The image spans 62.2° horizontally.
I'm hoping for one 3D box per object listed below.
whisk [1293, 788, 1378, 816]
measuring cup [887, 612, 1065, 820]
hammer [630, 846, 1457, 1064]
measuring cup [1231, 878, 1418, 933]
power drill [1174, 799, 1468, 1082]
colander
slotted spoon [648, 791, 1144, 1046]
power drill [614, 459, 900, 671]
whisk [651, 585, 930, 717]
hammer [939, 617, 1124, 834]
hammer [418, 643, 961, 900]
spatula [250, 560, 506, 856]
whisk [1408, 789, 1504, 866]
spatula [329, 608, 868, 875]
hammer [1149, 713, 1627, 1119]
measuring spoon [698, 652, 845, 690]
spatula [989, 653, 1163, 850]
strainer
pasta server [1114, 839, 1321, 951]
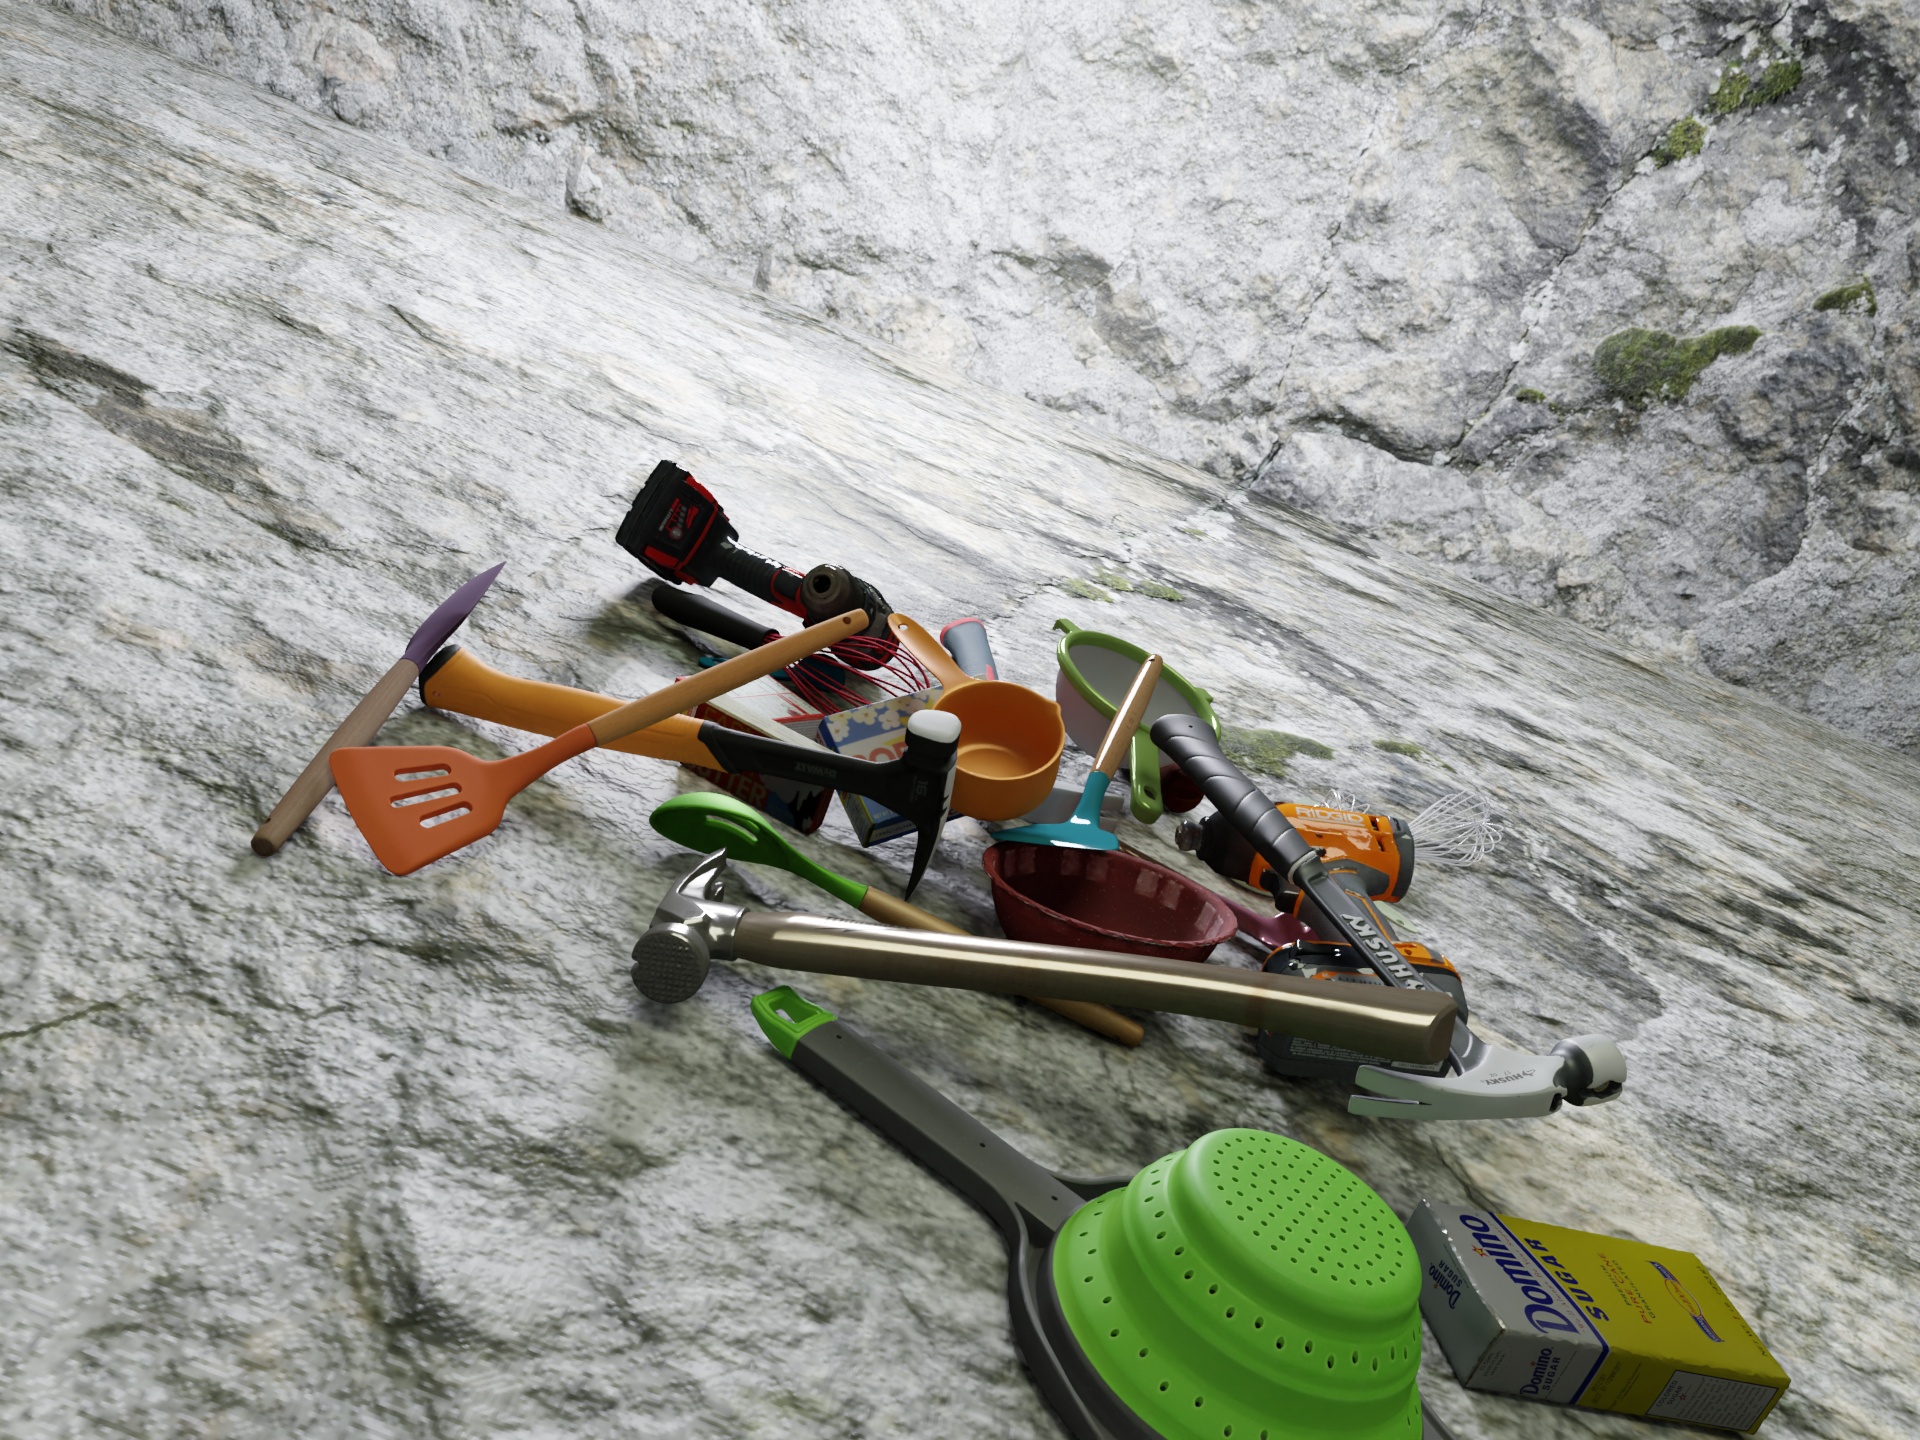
[{"bbox_3d":[0.290,0.080,1.274,0.059,0.058,0.246,-17,-2,4],"label":"whisk"},{"bbox_3d":[-0.002,-0.003,1.040,0.095,0.052,0.174,-21,49,-25],"label":"measuring cup"},{"bbox_3d":[0.047,0.127,0.831,0.410,0.038,0.146,7,14,2],"label":"hammer"},{"bbox_3d":[0.268,0.128,1.217,0.168,0.038,0.083,32,22,20],"label":"measuring cup"},{"bbox_3d":[0.230,0.132,1.045,0.164,0.084,0.227,7,31,-3],"label":"power drill"},{"bbox_3d":[0.067,0.207,0.723,0.397,0.094,0.204,32,22,23],"label":"colander"},{"bbox_3d":[-0.034,0.116,0.928,0.313,0.070,0.031,27,61,-2],"label":"slotted spoon"},{"bbox_3d":[-0.158,-0.120,1.267,0.227,0.080,0.187,28,-5,12],"label":"power drill"},{"bbox_3d":[-0.130,-0.052,1.194,0.296,0.073,0.073,24,18,33],"label":"whisk"},{"bbox_3d":[0.035,-0.009,1.285,0.143,0.038,0.387,14,18,-8],"label":"hammer"},{"bbox_3d":[-0.171,0.018,0.982,0.337,0.127,0.034,13,33,4],"label":"hammer"},{"bbox_3d":[-0.331,-0.016,0.918,0.018,0.060,0.316,55,20,-23],"label":"spatula"},{"bbox_3d":[0.384,0.108,1.373,0.284,0.070,0.070,-6,34,-44],"label":"whisk"},{"bbox_3d":[-0.188,-0.005,0.905,0.322,0.041,0.081,-26,72,-26],"label":"spatula"},{"bbox_3d":[0.215,0.103,0.978,0.149,0.036,0.409,-5,30,-19],"label":"hammer"},{"bbox_3d":[-0.145,-0.046,1.246,0.128,0.021,0.042,6,26,-36],"label":"measuring spoon"},{"bbox_3d":[0.105,0.019,1.118,0.082,0.044,0.318,4,30,18],"label":"spatula"},{"bbox_3d":[0.128,0.023,1.240,0.151,0.069,0.257,26,28,-11],"label":"strainer"},{"bbox_3d":[0.157,0.112,1.141,0.316,0.040,0.060,27,38,17],"label":"pasta server"}]
